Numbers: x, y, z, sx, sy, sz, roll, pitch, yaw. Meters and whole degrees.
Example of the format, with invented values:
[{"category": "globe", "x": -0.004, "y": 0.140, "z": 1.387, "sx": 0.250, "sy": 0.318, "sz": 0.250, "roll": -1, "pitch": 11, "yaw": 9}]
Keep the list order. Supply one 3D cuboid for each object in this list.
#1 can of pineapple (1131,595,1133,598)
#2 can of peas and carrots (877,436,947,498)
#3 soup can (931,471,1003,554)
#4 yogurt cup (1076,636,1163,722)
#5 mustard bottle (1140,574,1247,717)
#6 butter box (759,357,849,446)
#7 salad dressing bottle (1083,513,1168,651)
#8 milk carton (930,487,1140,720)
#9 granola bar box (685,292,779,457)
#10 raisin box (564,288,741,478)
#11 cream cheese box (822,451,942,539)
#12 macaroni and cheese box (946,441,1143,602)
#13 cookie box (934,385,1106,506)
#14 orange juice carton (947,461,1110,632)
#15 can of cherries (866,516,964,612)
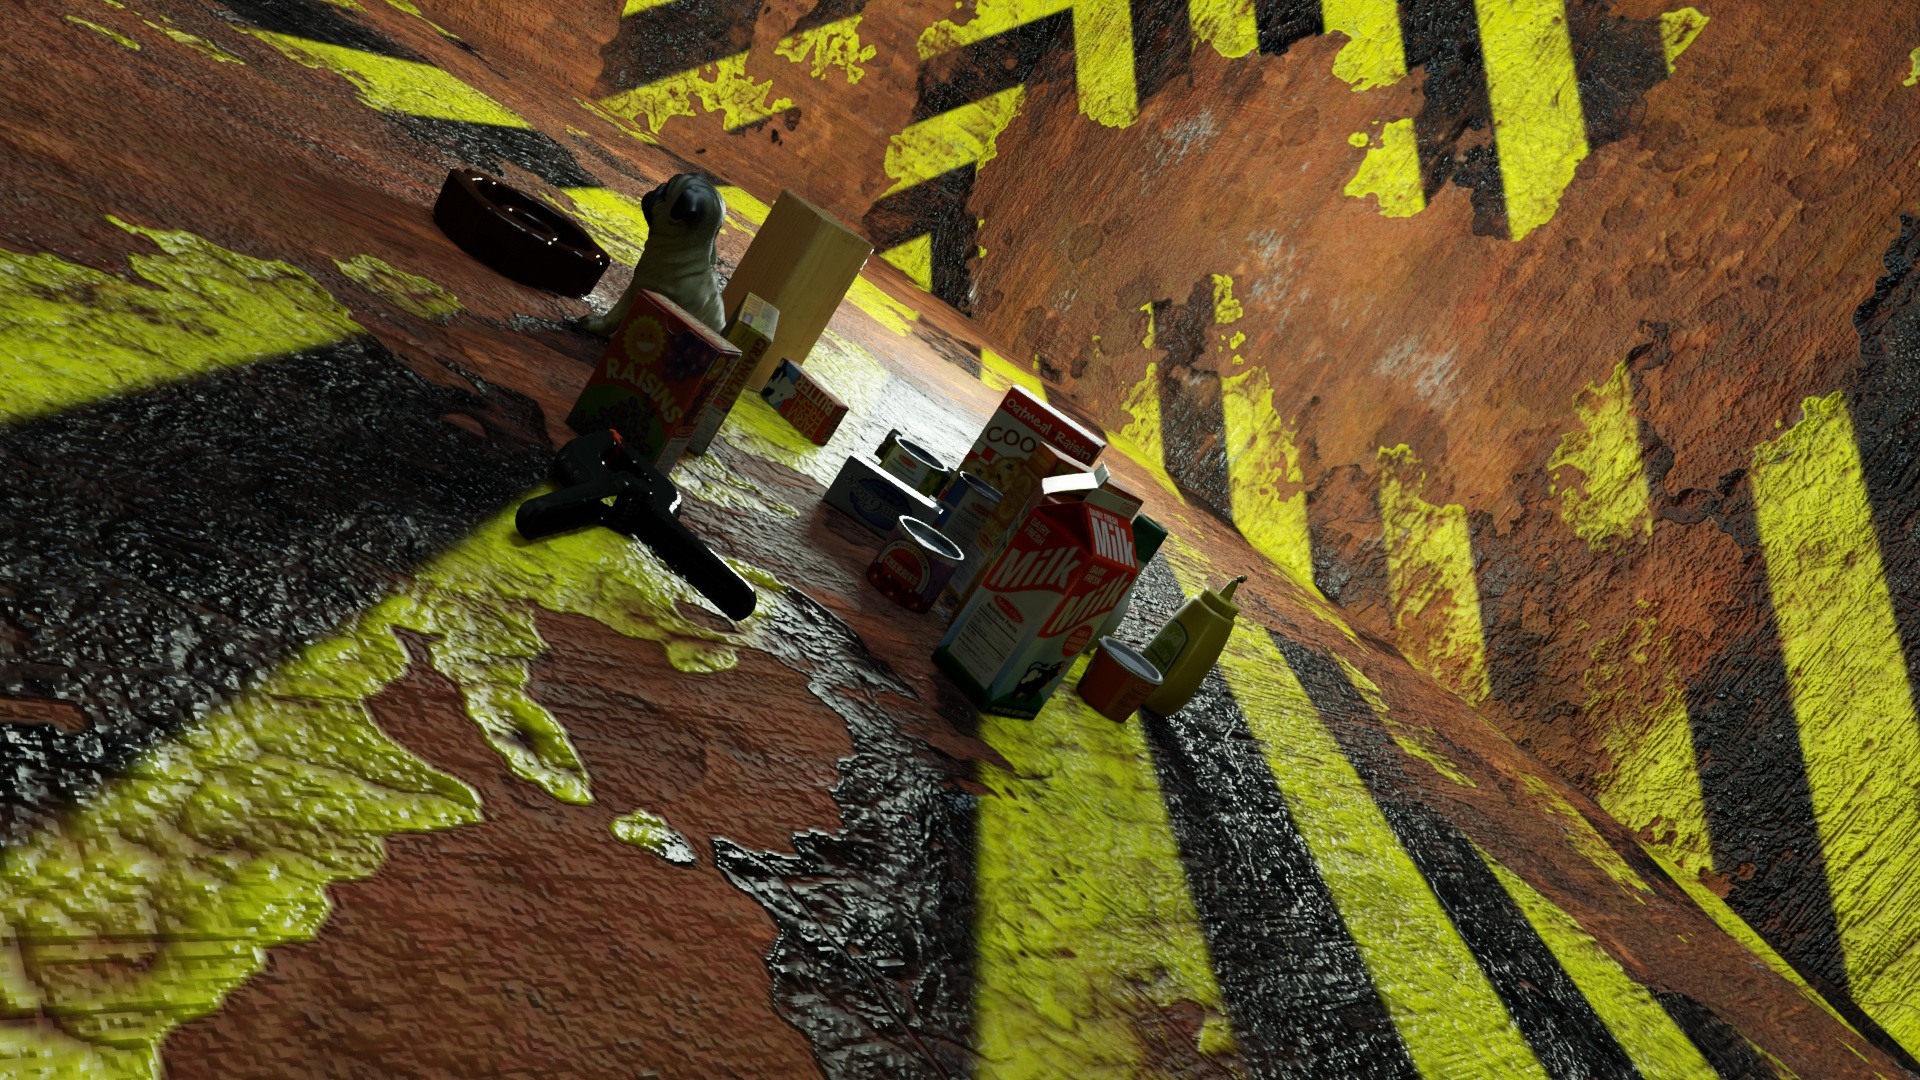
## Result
[{"category": "can of pineapple", "x": 0.140, "y": 0.063, "z": 1.491, "sx": 0.071, "sy": 0.057, "sz": 0.071, "roll": 32, "pitch": 12, "yaw": -8}, {"category": "can of peas and carrots", "x": -0.056, "y": -0.070, "z": 1.498, "sx": 0.071, "sy": 0.058, "sz": 0.071, "roll": 32, "pitch": 12, "yaw": -8}, {"category": "soup can", "x": 0.005, "y": -0.018, "z": 1.398, "sx": 0.071, "sy": 0.083, "sz": 0.071, "roll": 32, "pitch": 12, "yaw": -8}, {"category": "yogurt cup", "x": 0.142, "y": 0.128, "z": 1.264, "sx": 0.072, "sy": 0.054, "sz": 0.072, "roll": 32, "pitch": 12, "yaw": -8}, {"category": "mustard bottle", "x": 0.227, "y": 0.095, "z": 1.356, "sx": 0.049, "sy": 0.160, "sz": 0.065, "roll": 26, "pitch": 14, "yaw": -32}, {"category": "butter box", "x": -0.172, "y": -0.153, "z": 1.533, "sx": 0.104, "sy": 0.053, "sz": 0.024, "roll": 41, "pitch": 14, "yaw": 29}, {"category": "salad dressing bottle", "x": 0.153, "y": 0.042, "z": 1.399, "sx": 0.044, "sy": 0.147, "sz": 0.064, "roll": 19, "pitch": 19, "yaw": -50}, {"category": "milk carton", "x": 0.069, "y": 0.043, "z": 1.087, "sx": 0.073, "sy": 0.190, "sz": 0.072, "roll": 43, "pitch": 15, "yaw": 36}, {"category": "granola bar box", "x": -0.216, "y": -0.156, "z": 1.272, "sx": 0.039, "sy": 0.124, "sz": 0.166, "roll": 31, "pitch": 13, "yaw": -14}, {"category": "raisin box", "x": -0.239, "y": -0.120, "z": 1.080, "sx": 0.086, "sy": 0.123, "sz": 0.040, "roll": 37, "pitch": 12, "yaw": 13}, {"category": "cream cheese box", "x": -0.075, "y": -0.035, "z": 1.335, "sx": 0.104, "sy": 0.053, "sz": 0.024, "roll": 33, "pitch": 12, "yaw": -4}, {"category": "macaroni and cheese box", "x": 0.079, "y": 0.001, "z": 1.323, "sx": 0.123, "sy": 0.166, "sz": 0.040, "roll": 24, "pitch": 15, "yaw": -38}, {"category": "cookie box", "x": 0.066, "y": -0.073, "z": 1.565, "sx": 0.123, "sy": 0.167, "sz": 0.040, "roll": 35, "pitch": 12, "yaw": 6}, {"category": "orange juice carton", "x": 0.070, "y": 0.016, "z": 1.184, "sx": 0.073, "sy": 0.192, "sz": 0.072, "roll": 33, "pitch": 12, "yaw": -5}, {"category": "can of cherries", "x": -0.041, "y": 0.021, "z": 1.199, "sx": 0.071, "sy": 0.058, "sz": 0.072, "roll": 32, "pitch": 12, "yaw": -8}]
